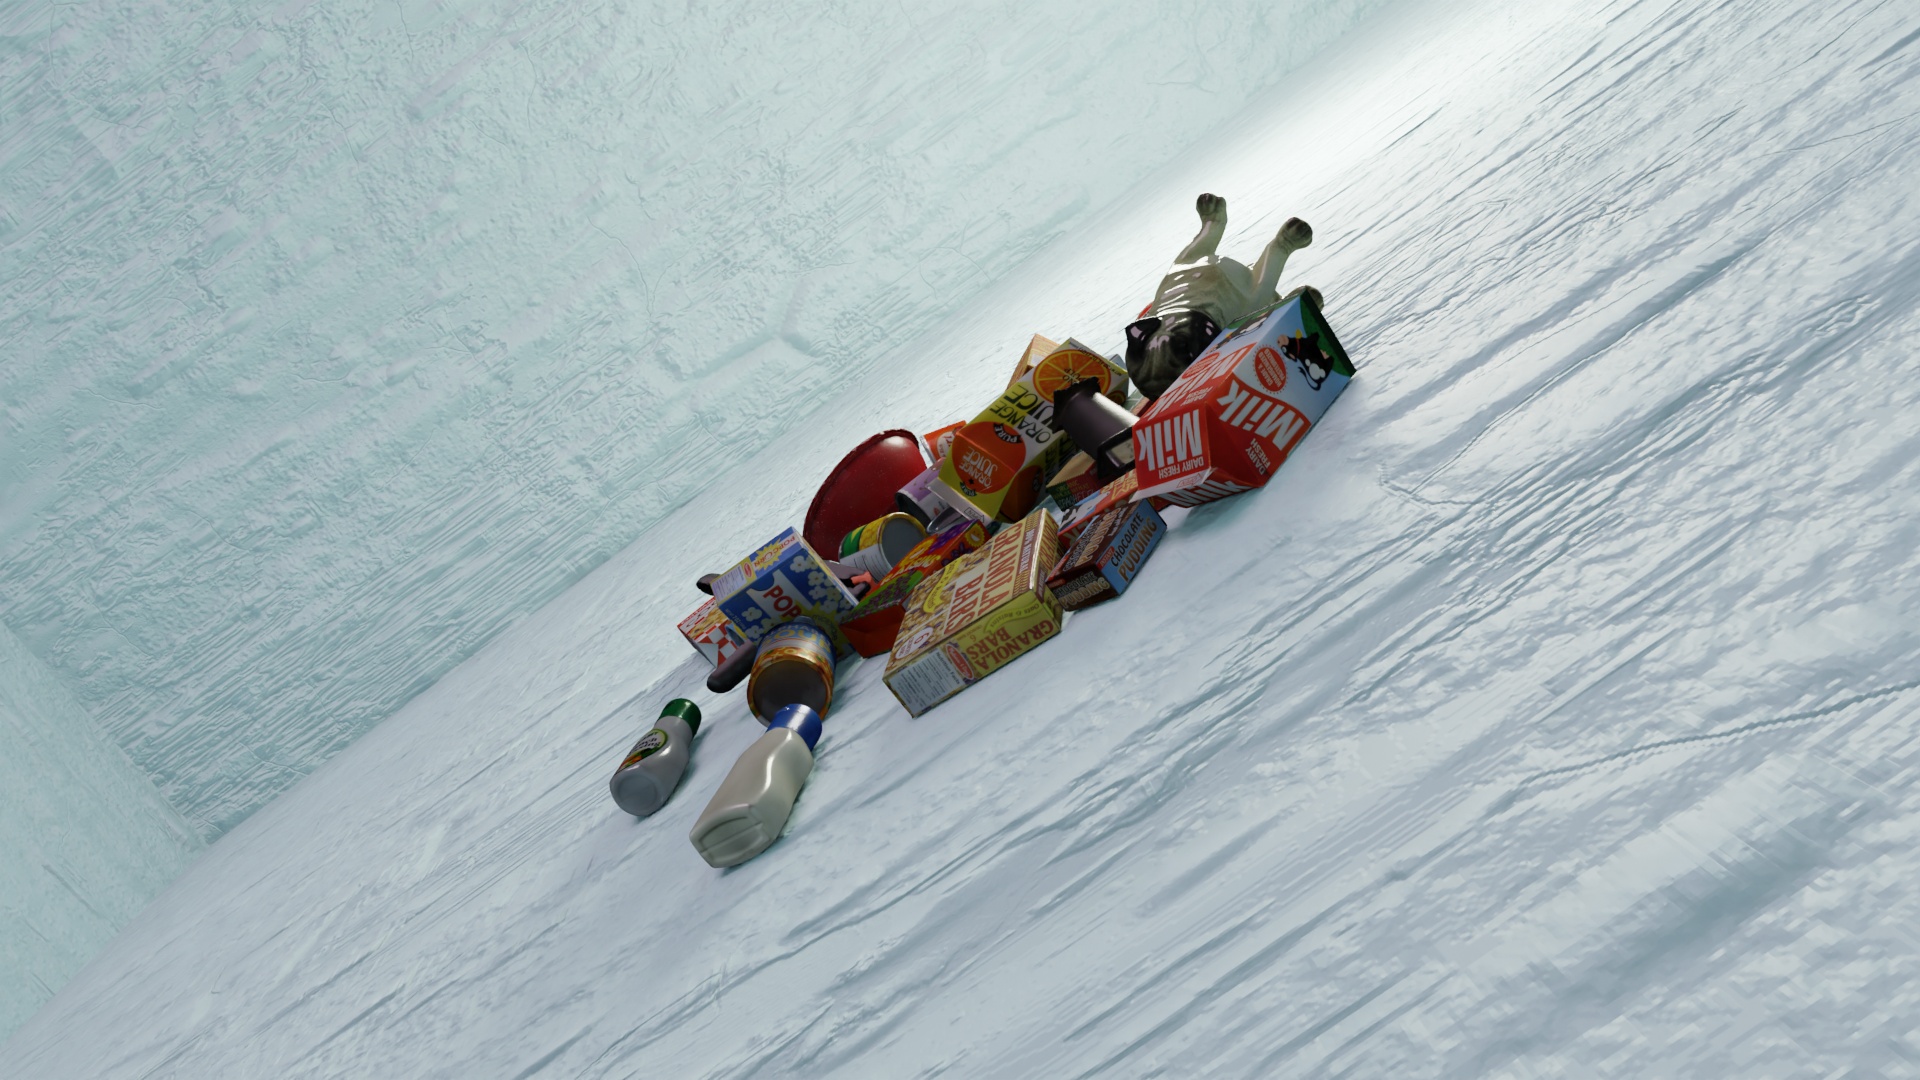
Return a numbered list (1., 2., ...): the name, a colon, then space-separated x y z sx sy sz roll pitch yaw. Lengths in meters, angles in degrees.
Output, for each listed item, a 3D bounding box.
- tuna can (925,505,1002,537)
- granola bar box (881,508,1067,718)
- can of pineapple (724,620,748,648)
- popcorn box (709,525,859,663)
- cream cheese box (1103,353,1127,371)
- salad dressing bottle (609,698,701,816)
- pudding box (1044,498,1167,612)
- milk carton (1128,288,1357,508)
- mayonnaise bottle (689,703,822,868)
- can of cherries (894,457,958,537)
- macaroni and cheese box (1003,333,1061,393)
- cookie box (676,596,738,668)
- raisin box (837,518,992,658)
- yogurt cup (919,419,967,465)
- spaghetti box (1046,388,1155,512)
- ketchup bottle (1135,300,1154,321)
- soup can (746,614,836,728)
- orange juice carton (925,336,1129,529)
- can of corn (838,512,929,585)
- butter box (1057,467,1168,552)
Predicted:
1. tuna can: 0.004 -0.016 1.256 0.071 0.033 0.071 -34 13 9
2. granola bar box: 0.015 0.047 0.994 0.124 0.039 0.166 -32 14 16
3. can of pineapple: -0.177 0.084 1.290 0.058 0.071 0.071 -41 14 -18
4. popcorn box: -0.137 0.057 1.154 0.085 0.126 0.038 -35 41 2
5. cream cheese box: 0.135 -0.173 1.498 0.053 0.024 0.104 -40 13 -15
6. salad dressing bottle: -0.259 0.183 1.201 0.064 0.044 0.148 -32 13 12
7. pudding box: 0.098 0.009 0.933 0.049 0.030 0.084 -24 17 45
8. milk carton: 0.187 -0.087 0.950 0.191 0.073 0.072 -45 16 -34
9. mayonnaise bottle: -0.133 0.164 0.959 0.064 0.041 0.149 -29 13 22
10. can of cherries: -0.021 -0.037 1.320 0.058 0.071 0.071 -40 13 -17
11. macaroni and cheese box: 0.061 -0.131 1.382 0.167 0.040 0.123 -75 10 -71
12. cookie box: -0.246 0.080 1.545 0.123 0.040 0.167 -39 14 -13
13. raisin box: -0.033 0.039 1.147 0.086 0.040 0.124 -23 18 48
14. yogurt cup: -0.006 -0.094 1.499 0.054 0.072 0.072 -28 13 1
15. spaghetti box: 0.159 -0.109 1.200 0.050 0.028 0.251 -19 21 49
16. ketchup bottle: 0.217 -0.218 1.404 0.064 0.043 0.149 -34 13 7
17. soup can: -0.132 0.105 1.096 0.071 0.071 0.084 -35 13 6
18. orange juice carton: 0.060 -0.086 1.216 0.193 0.072 0.072 -42 -28 -23
19. can of corn: -0.067 0.011 1.266 0.058 0.071 0.071 -22 19 44
20. butter box: 0.121 -0.029 1.023 0.103 0.024 0.053 -31 13 20
